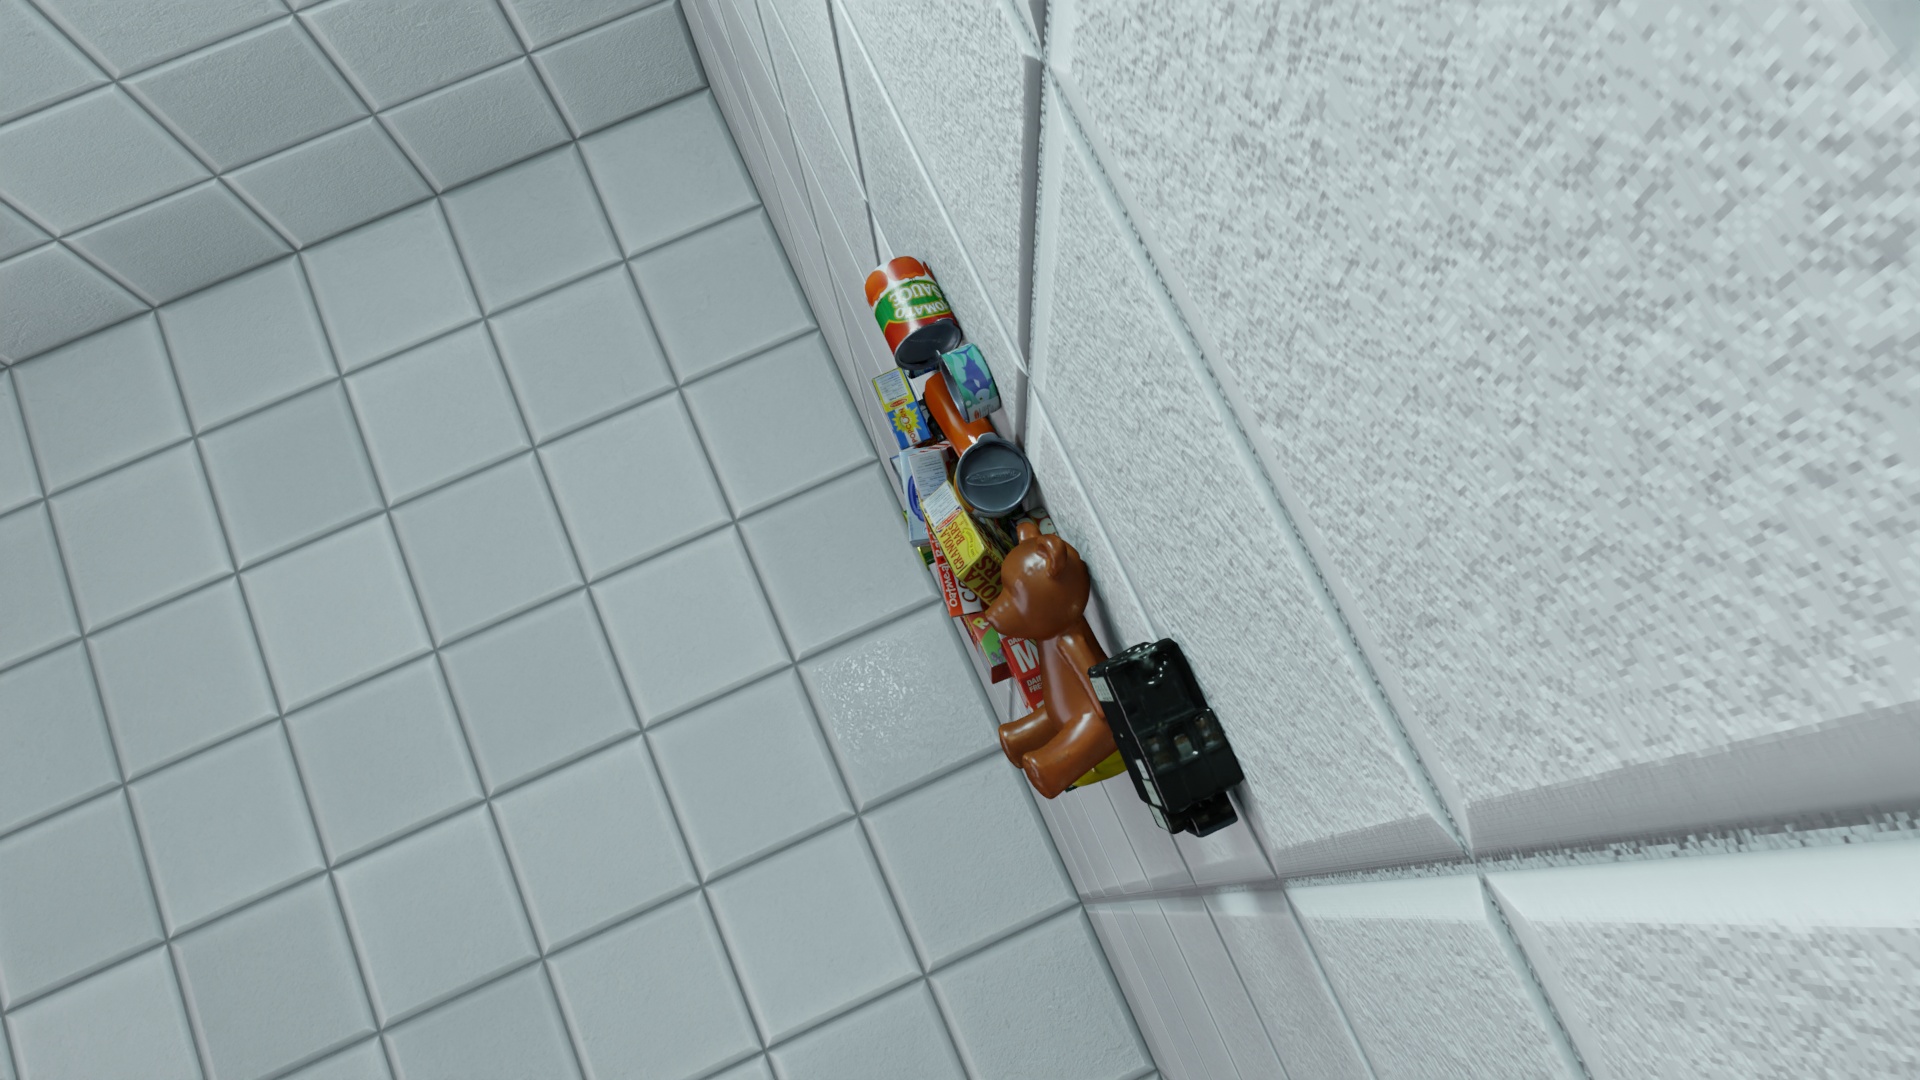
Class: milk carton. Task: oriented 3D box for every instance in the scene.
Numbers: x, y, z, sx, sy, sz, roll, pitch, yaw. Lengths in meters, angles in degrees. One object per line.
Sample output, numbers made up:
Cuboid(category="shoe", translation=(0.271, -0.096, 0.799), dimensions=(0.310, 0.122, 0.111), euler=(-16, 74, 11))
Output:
Cuboid(category="milk carton", translation=(0.099, 0.152, 1.412), dimensions=(0.074, 0.072, 0.189), euler=(-123, 10, -64))

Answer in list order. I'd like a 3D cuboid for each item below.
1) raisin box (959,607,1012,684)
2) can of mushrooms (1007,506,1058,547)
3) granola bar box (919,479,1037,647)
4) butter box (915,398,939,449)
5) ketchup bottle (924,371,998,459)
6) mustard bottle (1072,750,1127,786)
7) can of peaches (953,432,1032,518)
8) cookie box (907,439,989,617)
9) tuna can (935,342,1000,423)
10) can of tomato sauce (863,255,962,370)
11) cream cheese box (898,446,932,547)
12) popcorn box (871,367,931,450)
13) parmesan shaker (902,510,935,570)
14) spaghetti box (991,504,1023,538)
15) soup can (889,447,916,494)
Cuboid(category="raisin box", translation=(0.051, 0.091, 1.560), dimensions=(0.040, 0.086, 0.124), euler=(83, 164, -53))
Cuboid(category="can of mushrooms", translation=(0.069, 0.003, 1.247), dimensions=(0.071, 0.033, 0.071), euler=(159, 86, -86))
Cuboid(category="granola bar box", translation=(0.040, 0.032, 1.297), dimensions=(0.165, 0.039, 0.125), euler=(42, -168, -35))
Cuboid(category="butter box", translation=(-0.030, -0.120, 1.635), dimensions=(0.024, 0.053, 0.104), euler=(73, 172, -68))
Cuboid(category="ketchup bottle", translation=(0.010, -0.102, 1.331), dimensions=(0.149, 0.043, 0.064), euler=(61, 176, 47))
Cuboid(category="mustard bottle", translation=(0.123, 0.208, 1.328), dimensions=(0.159, 0.065, 0.049), euler=(127, 123, -71))
Cuboid(category="can of peaches", translation=(0.028, -0.056, 1.226), dimensions=(0.058, 0.071, 0.071), euler=(115, 131, -84))
Cuboid(category="cookie box", translation=(0.005, -0.018, 1.408), dimensions=(0.123, 0.040, 0.167), euler=(-34, -70, -69))
Cuboid(category="tuna can", translation=(0.007, -0.142, 1.228), dimensions=(0.071, 0.033, 0.071), euler=(160, 87, -85))
Cuboid(category="can of tomato sauce", translation=(-0.044, -0.210, 1.271), dimensions=(0.071, 0.071, 0.083), euler=(76, 170, -64))
Cuboid(category="cream cheese box", translation=(-0.033, -0.047, 1.472), dimensions=(0.024, 0.053, 0.104), euler=(83, 179, -75))
Cuboid(category="popcorn box", translation=(-0.067, -0.148, 1.552), dimensions=(0.127, 0.038, 0.085), euler=(-120, 7, -83))
Cuboid(category="parmesan shaker", translation=(-0.002, -0.019, 1.513), dimensions=(0.071, 0.103, 0.071), euler=(160, 86, -85))
Cuboid(category="spaghetti box", translation=(0.076, 0.052, 1.434), dimensions=(0.050, 0.029, 0.249), euler=(-122, 10, -63))
Cuboid(category="soup can", translation=(-0.035, -0.085, 1.675), dimensions=(0.071, 0.084, 0.071), euler=(160, 86, -85))
